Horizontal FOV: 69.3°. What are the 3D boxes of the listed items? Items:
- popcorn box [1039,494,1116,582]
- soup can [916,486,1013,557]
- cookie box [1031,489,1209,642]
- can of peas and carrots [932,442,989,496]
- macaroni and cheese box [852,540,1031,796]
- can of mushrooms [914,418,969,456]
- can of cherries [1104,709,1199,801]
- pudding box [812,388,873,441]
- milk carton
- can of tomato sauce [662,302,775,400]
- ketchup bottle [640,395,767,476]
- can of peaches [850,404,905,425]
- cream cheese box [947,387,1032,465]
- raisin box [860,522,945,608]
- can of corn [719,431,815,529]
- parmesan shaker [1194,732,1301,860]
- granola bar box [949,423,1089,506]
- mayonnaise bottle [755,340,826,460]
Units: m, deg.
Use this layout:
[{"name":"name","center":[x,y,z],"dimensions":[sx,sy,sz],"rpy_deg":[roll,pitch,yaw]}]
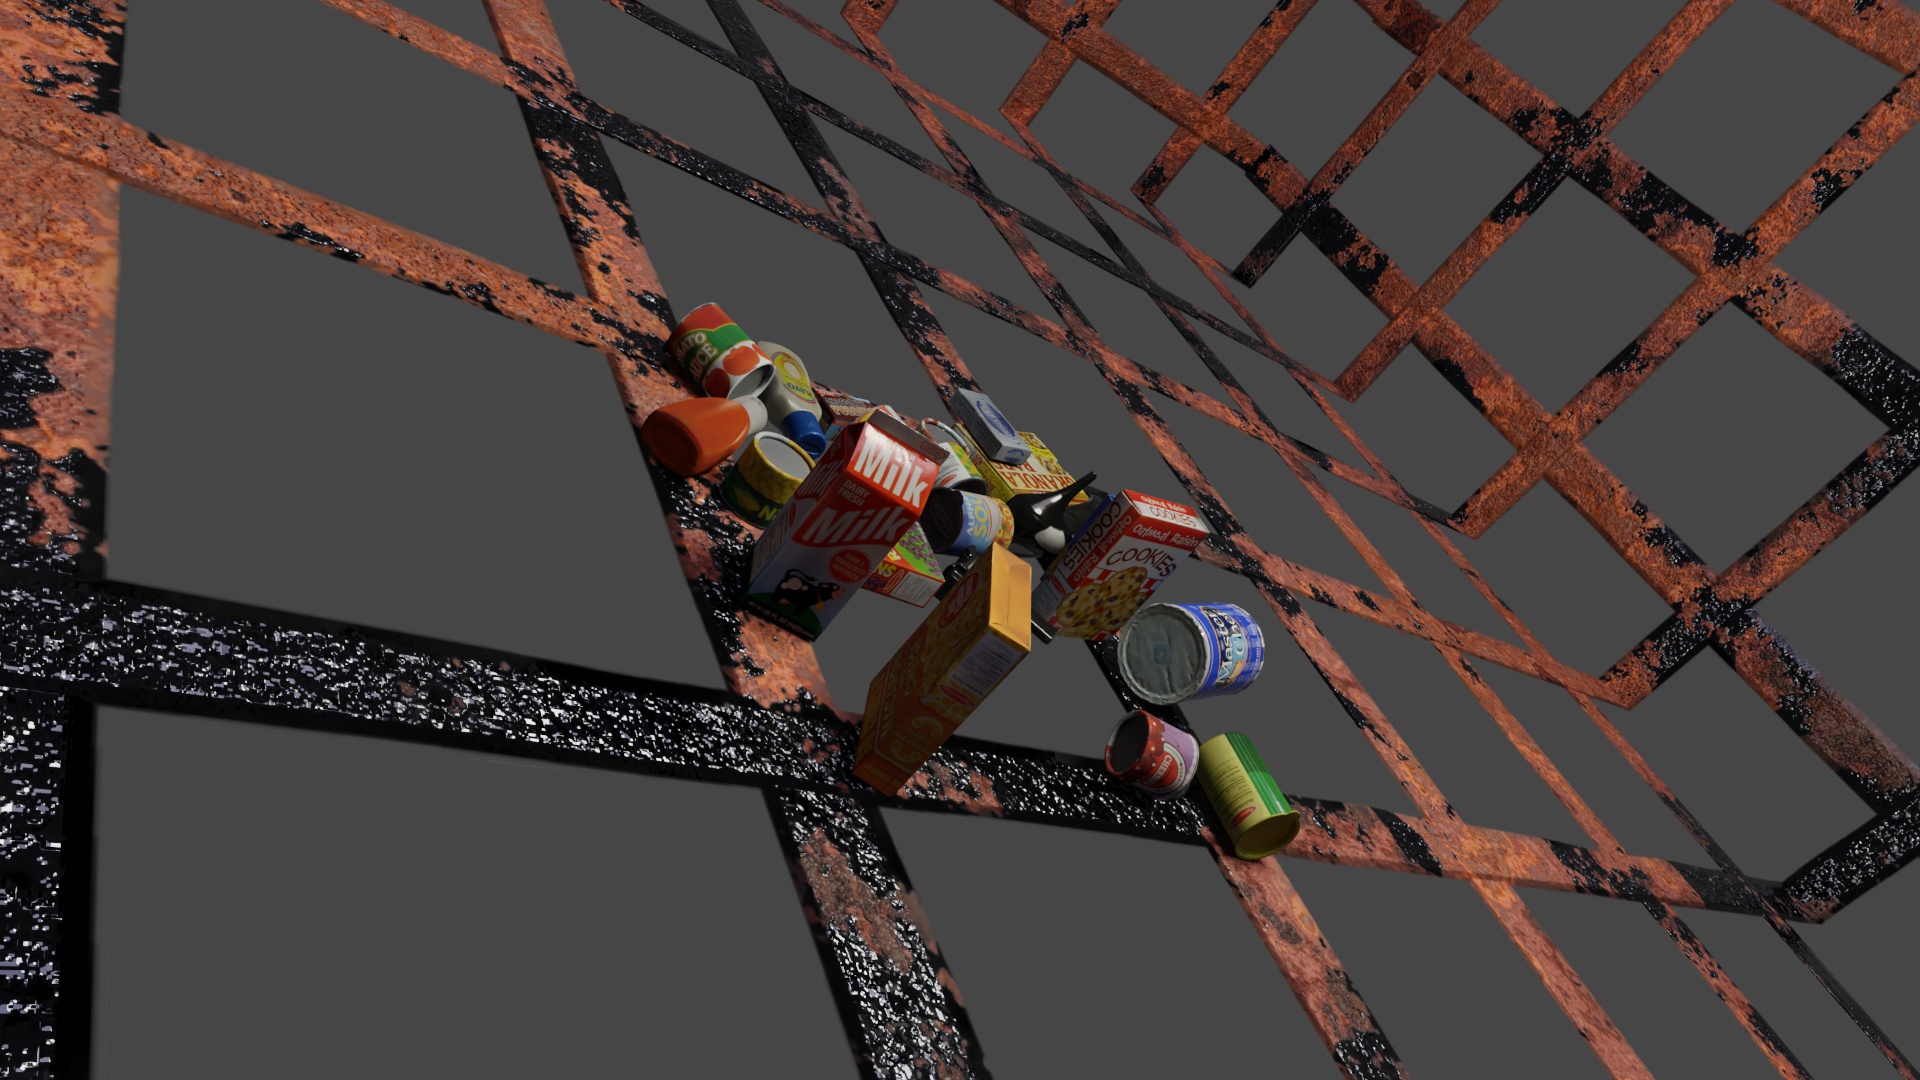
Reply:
[{"name":"popcorn box","center":[0.154,0.013,1.473],"dimensions":[0.085,0.126,0.038],"rpy_deg":[11,34,-49]},{"name":"soup can","center":[0.005,-0.017,1.377],"dimensions":[0.084,0.071,0.071],"rpy_deg":[9,38,-50]},{"name":"cookie box","center":[0.155,0.028,1.397],"dimensions":[0.123,0.166,0.040],"rpy_deg":[12,35,-48]},{"name":"can of peas and carrots","center":[-0.012,-0.057,1.433],"dimensions":[0.071,0.070,0.059],"rpy_deg":[12,35,-47]},{"name":"macaroni and cheese box","center":[-0.012,0.096,1.039],"dimensions":[0.040,0.166,0.124],"rpy_deg":[34,24,-14]},{"name":"can of mushrooms","center":[-0.025,-0.101,1.525],"dimensions":[0.071,0.033,0.071],"rpy_deg":[33,25,-17]},{"name":"can of cherries","center":[0.173,0.195,1.255],"dimensions":[0.058,0.071,0.072],"rpy_deg":[30,26,-22]},{"name":"pudding box","center":[-0.119,-0.125,1.436],"dimensions":[0.084,0.030,0.050],"rpy_deg":[8,38,-50]},{"name":"milk carton","center":[-0.091,-0.018,1.092],"dimensions":[0.072,0.189,0.074],"rpy_deg":[30,26,-21]},{"name":"can of tomato sauce","center":[-0.228,-0.172,1.317],"dimensions":[0.083,0.071,0.071],"rpy_deg":[45,24,10]},{"name":"ketchup bottle","center":[-0.219,-0.100,1.230],"dimensions":[0.065,0.043,0.149],"rpy_deg":[43,24,4]},{"name":"can of peaches","center":[-0.079,-0.092,1.396],"dimensions":[0.058,0.071,0.071],"rpy_deg":[48,25,16]},{"name":"cream cheese box","center":[0.033,-0.129,1.573],"dimensions":[0.053,0.024,0.104],"rpy_deg":[8,37,-47]},{"name":"raisin box","center":[-0.082,0.005,1.252],"dimensions":[0.123,0.040,0.086],"rpy_deg":[21,30,-38]},{"name":"can of corn","center":[-0.164,-0.051,1.205],"dimensions":[0.071,0.058,0.071],"rpy_deg":[32,25,-17]},{"name":"parmesan shaker","center":[0.270,0.239,1.315],"dimensions":[0.071,0.071,0.103],"rpy_deg":[22,29,-36]},{"name":"granola bar box","center":[0.066,-0.076,1.607],"dimensions":[0.166,0.039,0.124],"rpy_deg":[1,45,-55]},{"name":"mayonnaise bottle","center":[-0.168,-0.137,1.370],"dimensions":[0.065,0.041,0.149],"rpy_deg":[21,29,-39]}]
